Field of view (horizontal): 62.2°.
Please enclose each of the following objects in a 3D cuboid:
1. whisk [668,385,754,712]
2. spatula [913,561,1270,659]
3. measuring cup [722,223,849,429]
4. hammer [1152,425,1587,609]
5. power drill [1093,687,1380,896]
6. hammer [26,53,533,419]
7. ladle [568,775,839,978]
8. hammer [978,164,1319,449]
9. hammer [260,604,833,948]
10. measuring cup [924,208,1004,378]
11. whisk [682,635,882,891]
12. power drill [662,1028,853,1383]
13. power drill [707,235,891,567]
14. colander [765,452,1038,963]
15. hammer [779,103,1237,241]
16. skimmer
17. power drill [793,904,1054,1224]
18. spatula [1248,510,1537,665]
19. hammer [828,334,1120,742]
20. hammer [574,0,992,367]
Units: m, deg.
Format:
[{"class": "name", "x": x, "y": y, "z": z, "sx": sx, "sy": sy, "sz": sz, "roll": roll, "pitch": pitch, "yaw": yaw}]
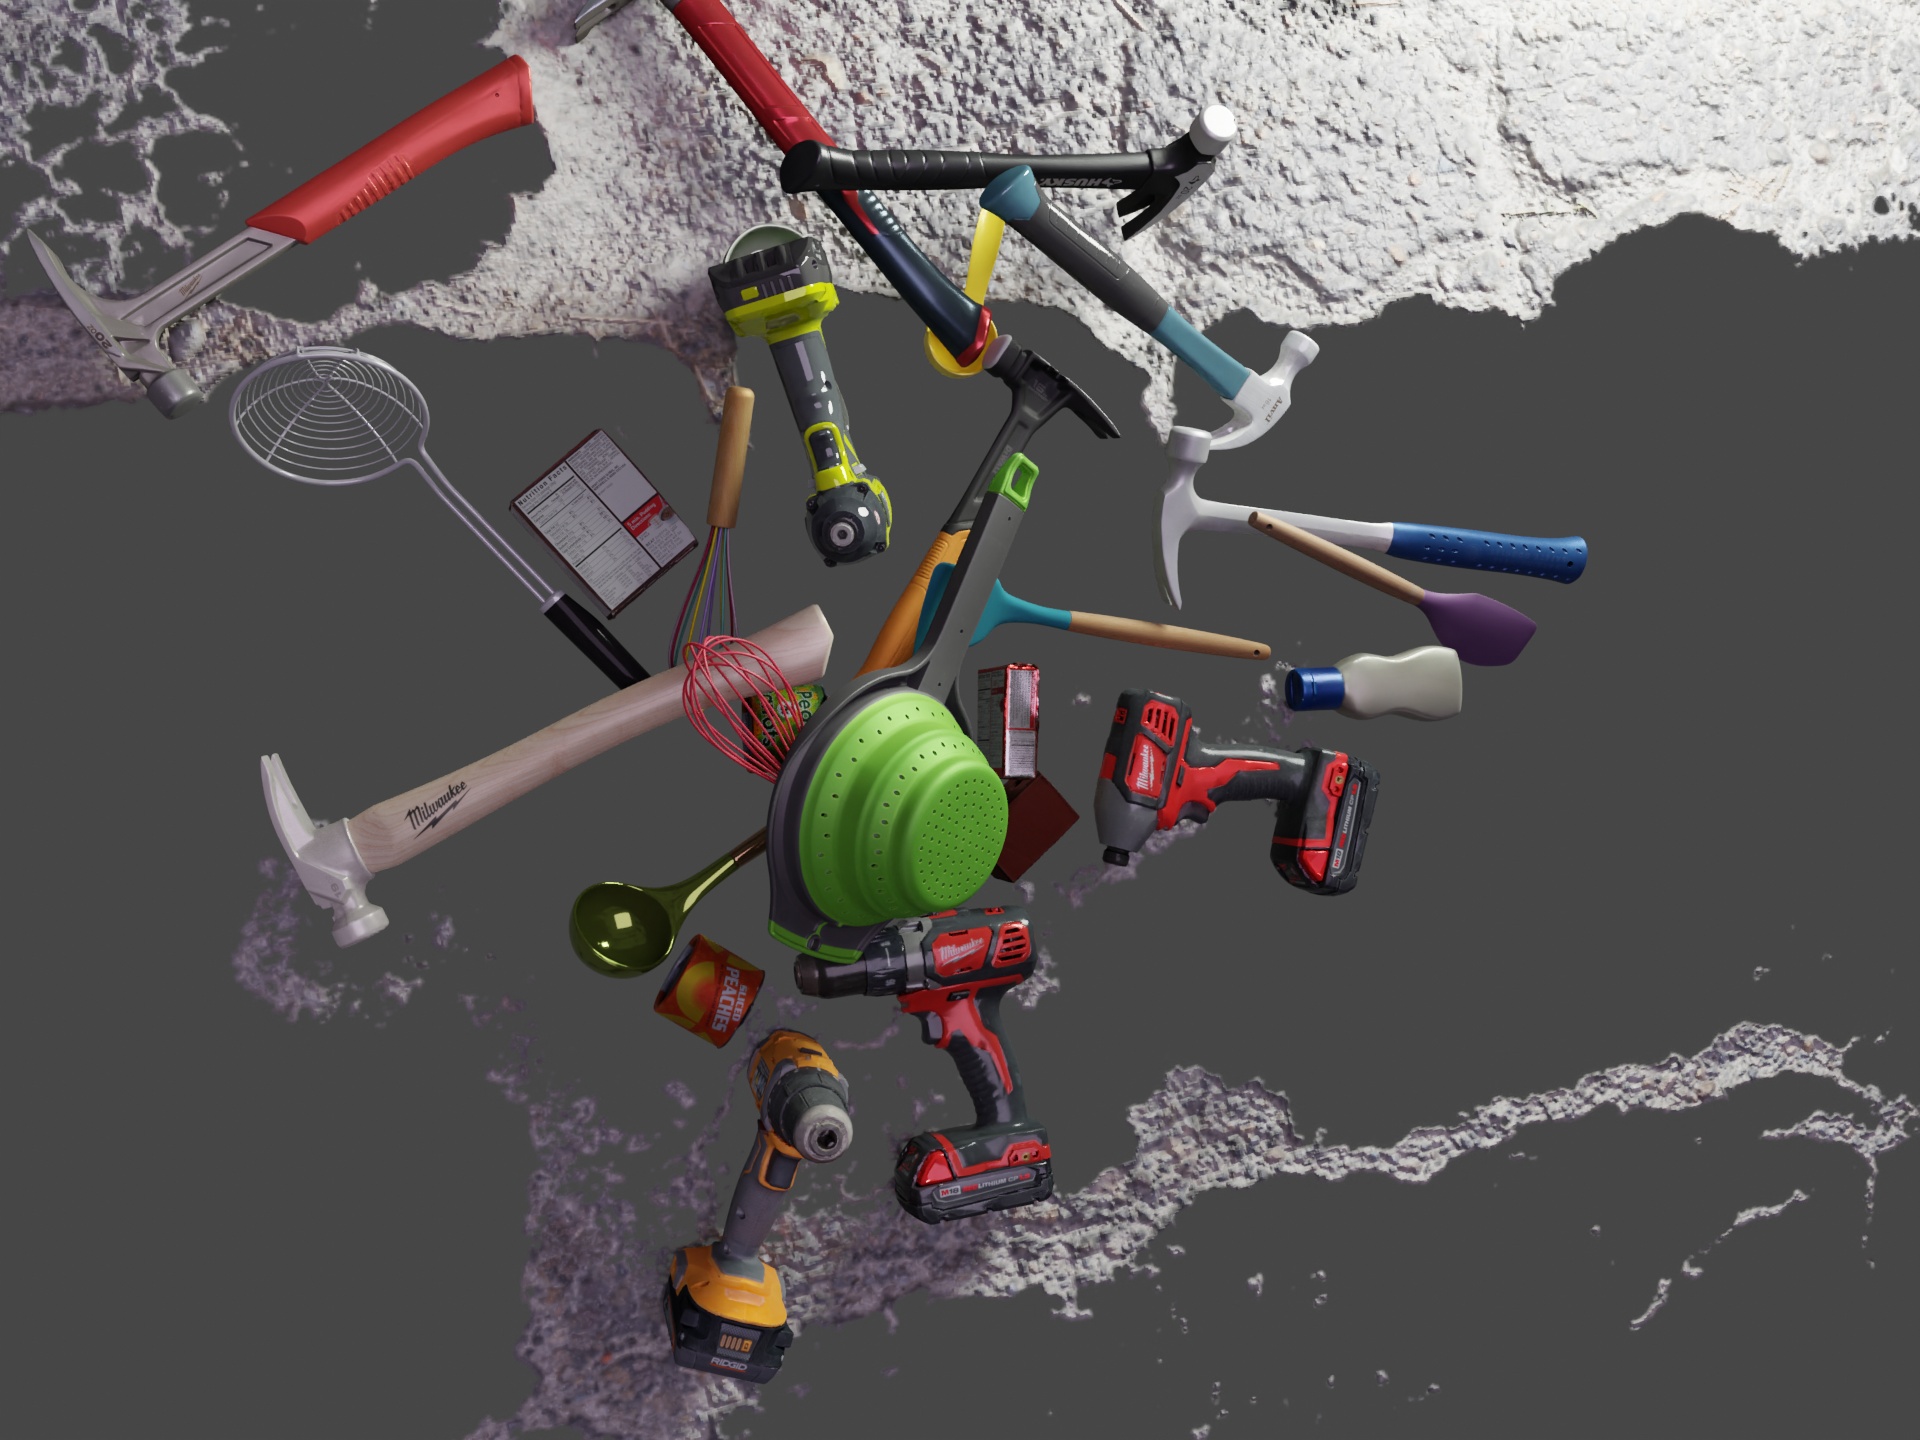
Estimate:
[{"class": "whisk", "x": -0.179, "y": -0.123, "z": 1.172, "sx": 0.047, "sy": 0.051, "sz": 0.245, "roll": -1, "pitch": 107, "yaw": -39}, {"class": "spatula", "x": 0.112, "y": -0.070, "z": 1.268, "sx": 0.317, "sy": 0.044, "sz": 0.082, "roll": 7, "pitch": 110, "yaw": -20}, {"class": "measuring cup", "x": -0.128, "y": -0.297, "z": 1.223, "sx": 0.083, "sy": 0.038, "sz": 0.167, "roll": -28, "pitch": 108, "yaw": -12}, {"class": "hammer", "x": 0.346, "y": -0.149, "z": 1.333, "sx": 0.405, "sy": 0.035, "sz": 0.144, "roll": 4, "pitch": 107, "yaw": -19}, {"class": "power drill", "x": 0.215, "y": 0.068, "z": 1.287, "sx": 0.219, "sy": 0.078, "sz": 0.143, "roll": 16, "pitch": 85, "yaw": -12}, {"class": "hammer", "x": -0.461, "y": -0.374, "z": 1.130, "sx": 0.359, "sy": 0.037, "sz": 0.149, "roll": -39, "pitch": 99, "yaw": -12}, {"class": "ladle", "x": -0.150, "y": 0.087, "z": 1.198, "sx": 0.320, "sy": 0.062, "sz": 0.078, "roll": -34, "pitch": 73, "yaw": -16}, {"class": "hammer", "x": 0.144, "y": -0.321, "z": 1.233, "sx": 0.330, "sy": 0.033, "sz": 0.128, "roll": 29, "pitch": 95, "yaw": -35}, {"class": "hammer", "x": -0.285, "y": 0.009, "z": 1.135, "sx": 0.410, "sy": 0.038, "sz": 0.146, "roll": -26, "pitch": 96, "yaw": -4}, {"class": "measuring cup", "x": 0.010, "y": -0.346, "z": 1.263, "sx": 0.062, "sy": 0.029, "sz": 0.156, "roll": 15, "pitch": 83, "yaw": -14}, {"class": "whisk", "x": -0.117, "y": 0.042, "z": 1.144, "sx": 0.073, "sy": 0.073, "sz": 0.295, "roll": -42, "pitch": 133, "yaw": -12}, {"class": "power drill", "x": -0.136, "y": 0.347, "z": 1.132, "sx": 0.084, "sy": 0.185, "sz": 0.226, "roll": 19, "pitch": 87, "yaw": -16}, {"class": "power drill", "x": -0.105, "y": -0.222, "z": 1.136, "sx": 0.080, "sy": 0.171, "sz": 0.223, "roll": -17, "pitch": 103, "yaw": 3}, {"class": "colander", "x": -0.002, "y": -0.004, "z": 1.138, "sx": 0.204, "sy": 0.095, "sz": 0.397, "roll": 30, "pitch": 80, "yaw": -51}, {"class": "hammer", "x": 0.029, "y": -0.409, "z": 1.192, "sx": 0.334, "sy": 0.146, "sz": 0.035, "roll": -7, "pitch": 79, "yaw": -20}, {"class": "skimmer", "x": -0.347, "y": -0.116, "z": 1.129, "sx": 0.127, "sy": 0.090, "sz": 0.363, "roll": -36, "pitch": 105, "yaw": 28}, {"class": "power drill", "x": -0.024, "y": 0.261, "z": 1.219, "sx": 0.188, "sy": 0.080, "sz": 0.227, "roll": -7, "pitch": 88, "yaw": -15}, {"class": "spatula", "x": 0.360, "y": -0.109, "z": 1.320, "sx": 0.315, "sy": 0.018, "sz": 0.059, "roll": 21, "pitch": 112, "yaw": -27}, {"class": "hammer", "x": -0.003, "y": -0.127, "z": 1.244, "sx": 0.127, "sy": 0.034, "sz": 0.337, "roll": 33, "pitch": 84, "yaw": -26}, {"class": "hammer", "x": -0.121, "y": -0.418, "z": 1.206, "sx": 0.143, "sy": 0.038, "sz": 0.386, "roll": -40, "pitch": 94, "yaw": -11}]
